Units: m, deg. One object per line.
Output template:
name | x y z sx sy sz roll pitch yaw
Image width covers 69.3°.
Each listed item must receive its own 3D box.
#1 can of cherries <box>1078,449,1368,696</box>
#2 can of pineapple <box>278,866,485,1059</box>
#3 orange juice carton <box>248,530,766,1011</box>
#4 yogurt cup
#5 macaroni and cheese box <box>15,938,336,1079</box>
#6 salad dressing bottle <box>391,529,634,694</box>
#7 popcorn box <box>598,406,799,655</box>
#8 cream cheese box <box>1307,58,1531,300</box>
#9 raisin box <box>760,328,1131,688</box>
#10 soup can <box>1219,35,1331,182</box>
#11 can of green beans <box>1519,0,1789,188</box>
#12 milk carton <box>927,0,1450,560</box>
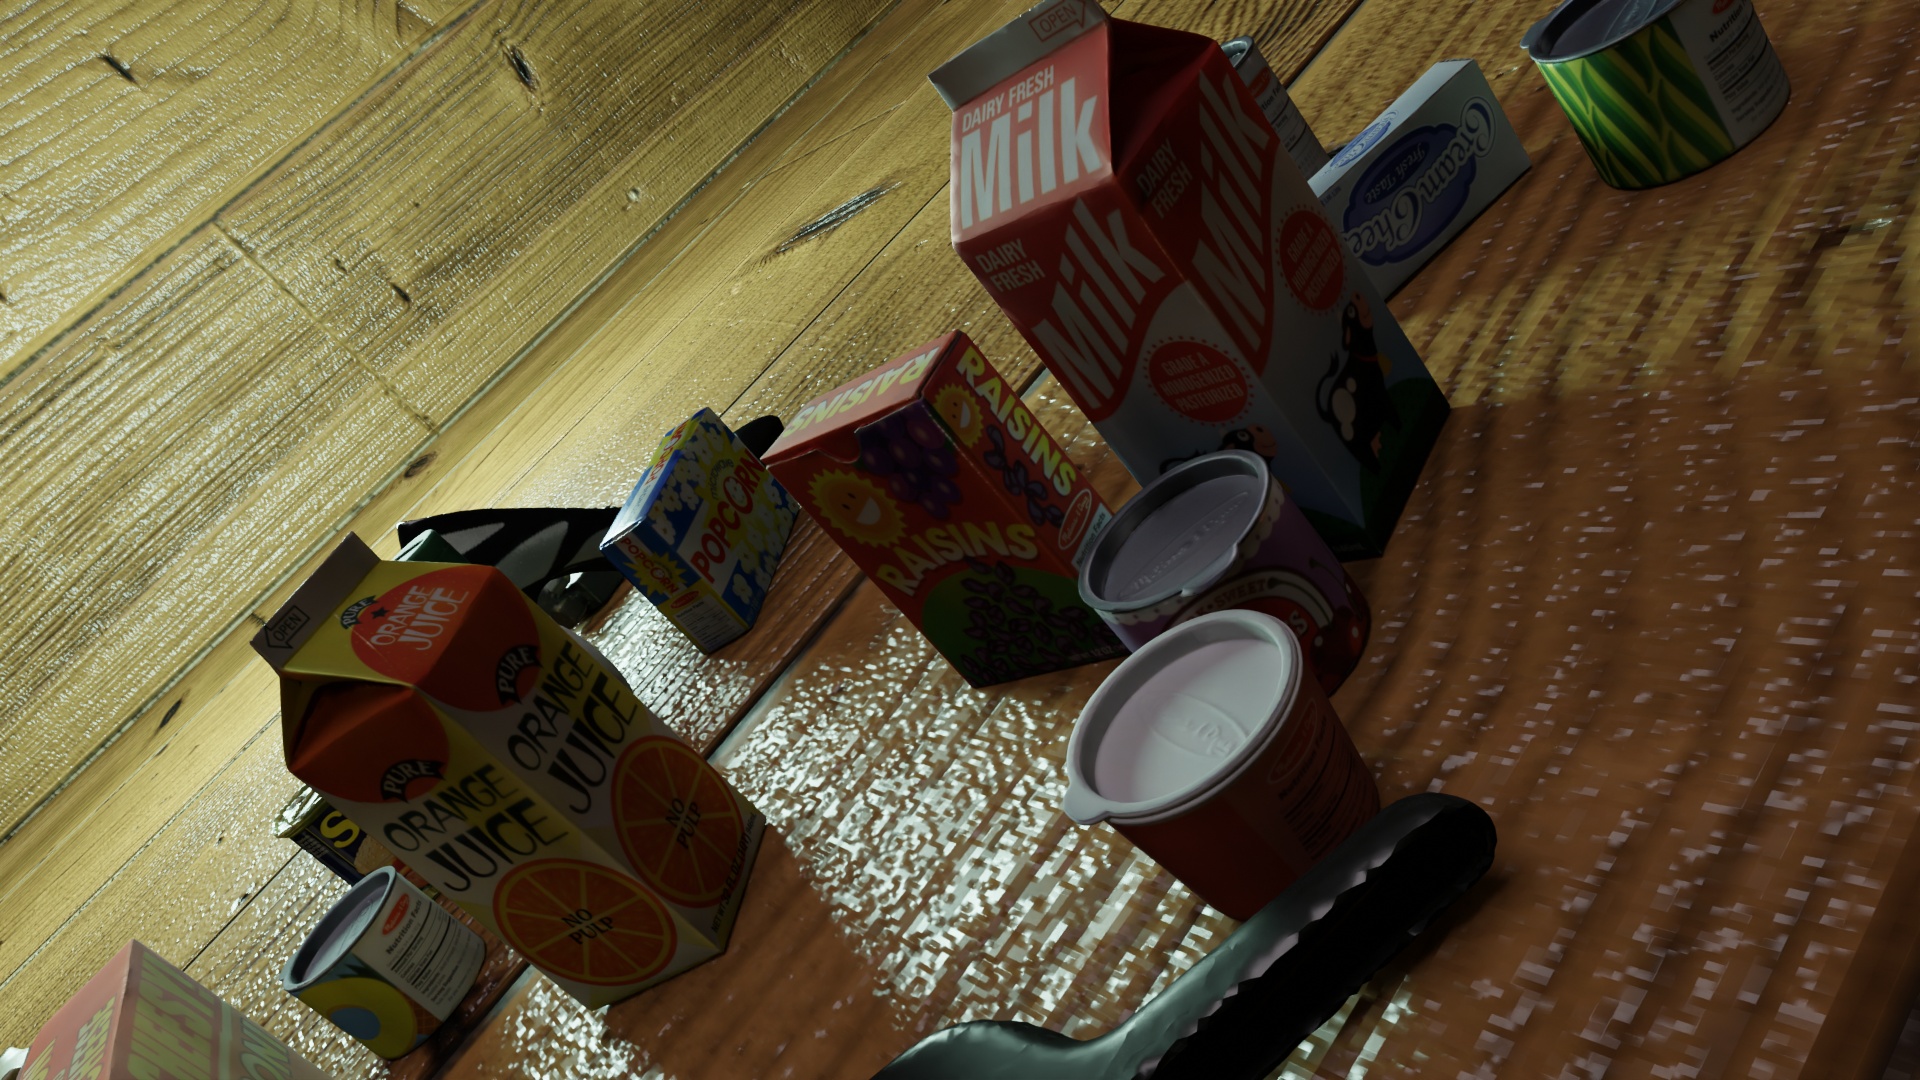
can of cherries | 0.079 0.017 0.412 0.071 0.058 0.072 -34 23 17
can of pineapple | -0.264 0.194 0.637 0.071 0.057 0.071 -34 23 17
orange juice carton | -0.168 0.081 0.513 0.073 0.192 0.072 -31 24 25
yogurt cup | 0.070 0.059 0.355 0.072 0.054 0.073 -34 23 17
macaroni and cheese box | -0.153 0.180 0.340 0.040 0.166 0.123 -48 23 -16
salad dressing bottle | -0.232 0.058 0.719 0.064 0.147 0.044 -32 24 22
popcorn box | -0.143 -0.008 0.778 0.038 0.085 0.127 -31 24 24
cream cheese box | 0.173 -0.137 0.551 0.104 0.053 0.024 -43 22 -4
raisin box | 0.002 -0.006 0.493 0.086 0.123 0.040 -18 32 45
soup can | 0.132 -0.186 0.668 0.071 0.083 0.072 -34 23 17
can of green beans | 0.244 -0.166 0.485 0.071 0.057 0.071 -34 23 17
milk carton | 0.068 -0.081 0.436 0.072 0.190 0.074 -12 36 51
